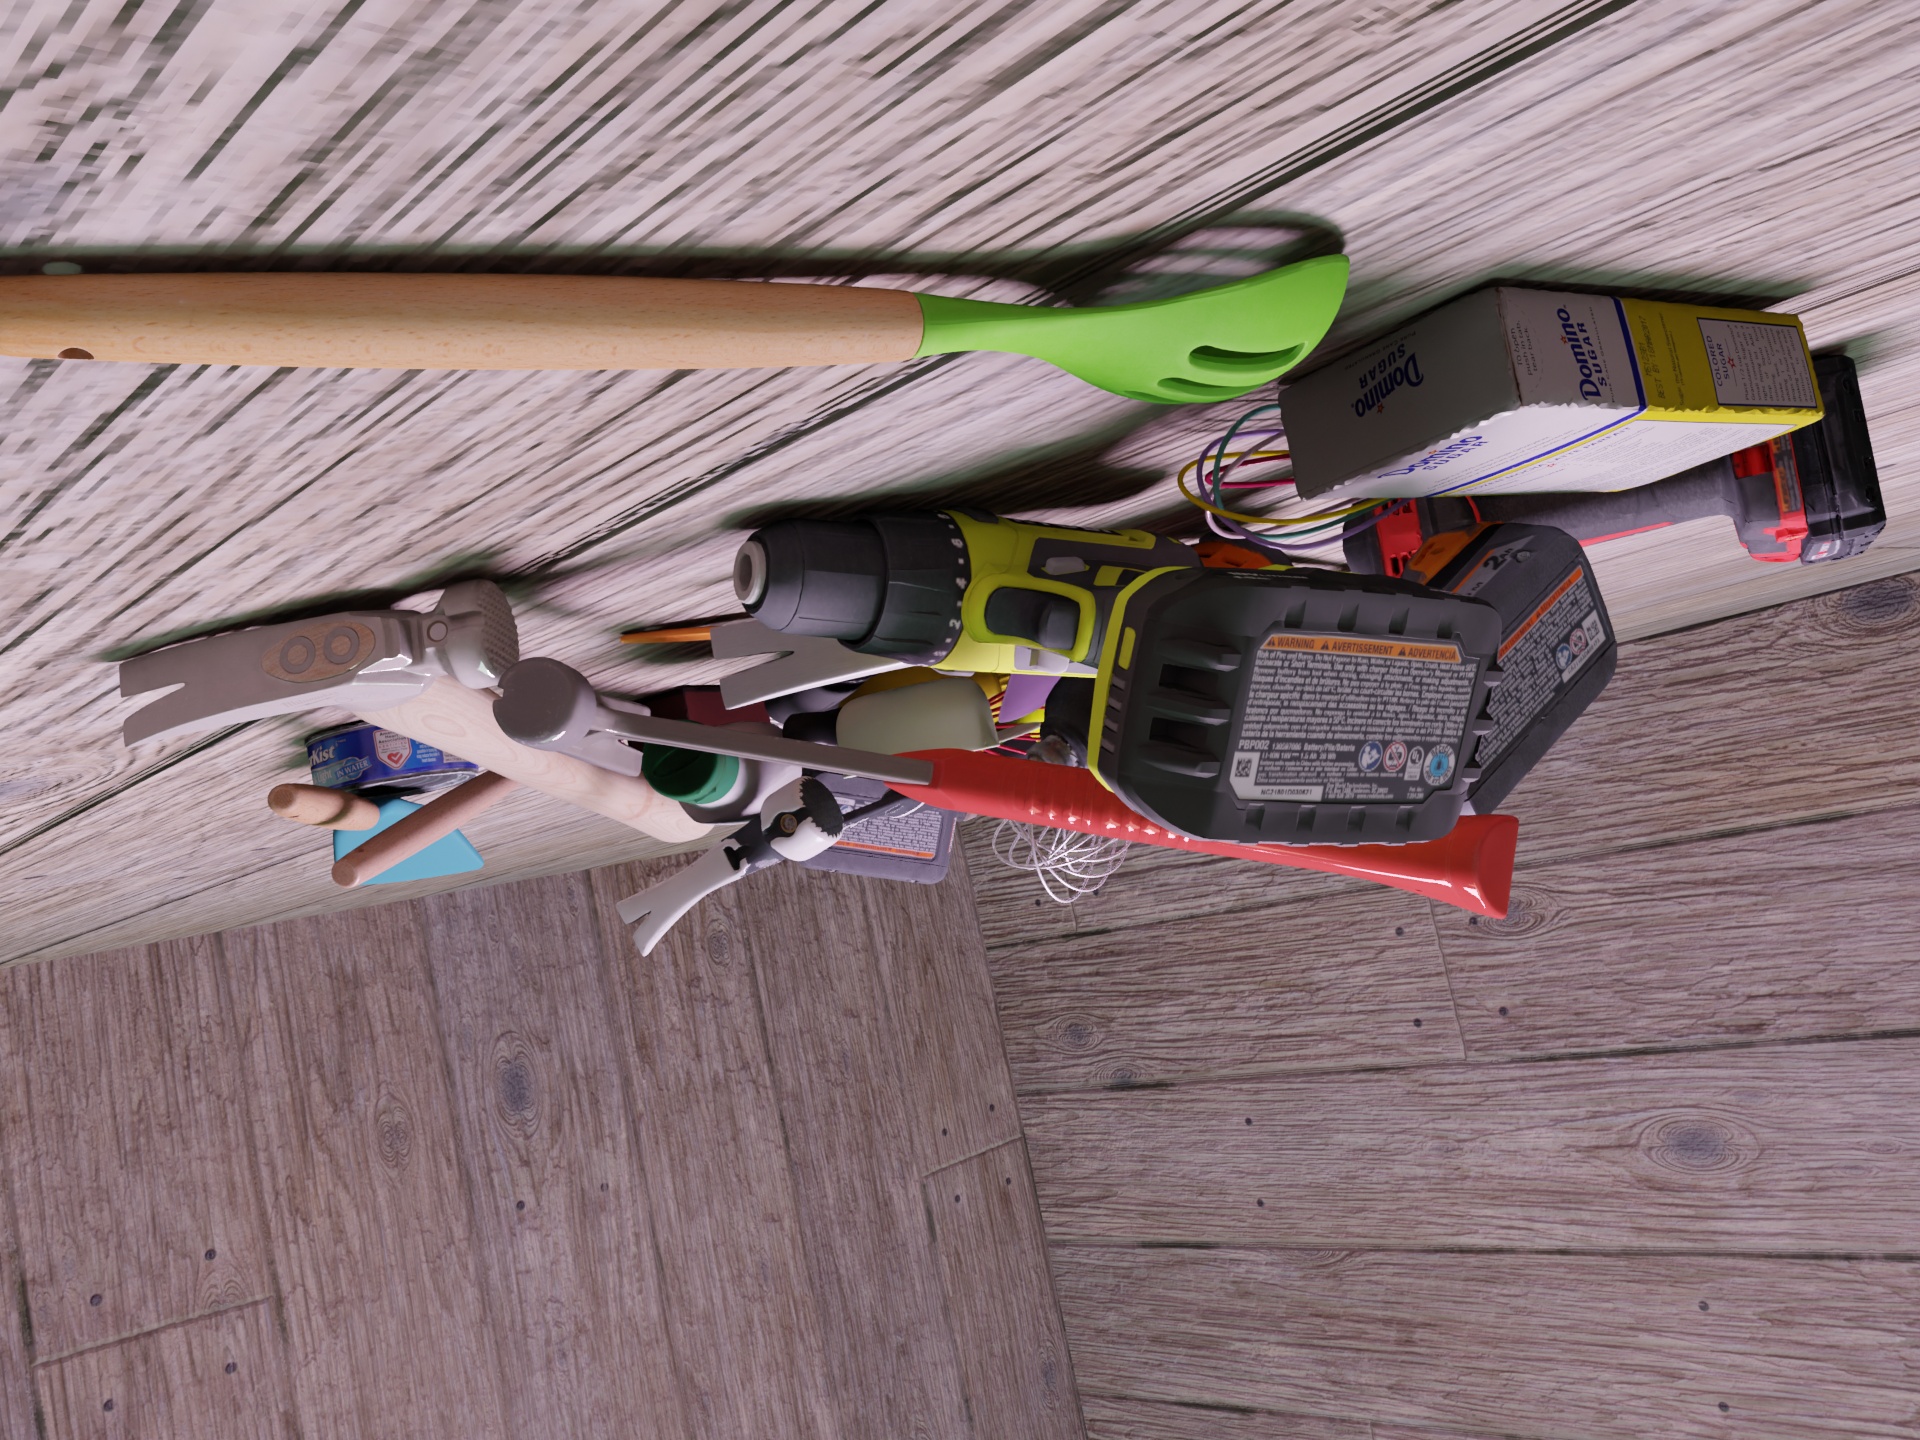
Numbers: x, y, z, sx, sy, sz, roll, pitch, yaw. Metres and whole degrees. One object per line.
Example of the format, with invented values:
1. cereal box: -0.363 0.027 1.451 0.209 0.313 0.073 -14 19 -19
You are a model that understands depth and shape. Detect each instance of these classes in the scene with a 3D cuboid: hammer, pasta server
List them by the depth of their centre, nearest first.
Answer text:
1. hammer: 0.020 0.026 0.593 0.359 0.037 0.149 9 174 7
2. hammer: -0.208 0.019 0.752 0.146 0.038 0.410 -11 167 6
3. hammer: -0.066 -0.024 0.813 0.146 0.035 0.335 -11 178 -15
4. pasta server: -0.245 0.042 0.837 0.060 0.040 0.316 -7 -169 8
5. hammer: -0.045 0.054 0.950 0.149 0.036 0.409 -32 173 24

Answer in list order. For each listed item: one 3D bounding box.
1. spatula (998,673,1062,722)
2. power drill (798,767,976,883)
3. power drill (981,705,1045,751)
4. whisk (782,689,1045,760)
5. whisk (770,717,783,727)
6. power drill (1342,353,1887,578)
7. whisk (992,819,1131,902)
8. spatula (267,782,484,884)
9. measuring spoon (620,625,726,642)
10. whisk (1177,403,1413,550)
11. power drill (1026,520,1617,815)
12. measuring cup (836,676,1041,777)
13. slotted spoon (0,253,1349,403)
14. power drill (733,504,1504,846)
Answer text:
1. spatula: 0.079 -0.045 0.879 0.018 0.059 0.316 21 -165 16
2. power drill: -0.057 0.064 1.238 0.185 0.084 0.226 9 -174 -12
3. power drill: 0.049 0.000 1.236 0.171 0.080 0.223 -13 171 13
4. whisk: 0.008 0.006 0.883 0.073 0.073 0.295 -16 171 37
5. whisk: -0.111 0.006 1.118 0.058 0.059 0.246 26 -162 25
6. power drill: 0.300 -0.097 0.749 0.220 0.078 0.143 -11 175 24
7. whisk: 0.087 -0.004 0.839 0.070 0.070 0.285 -15 -156 32
8. spatula: -0.295 0.056 0.781 0.082 0.044 0.317 -6 176 -11
9. measuring spoon: -0.101 -0.046 0.747 0.117 0.011 0.021 -6 177 -19
10. whisk: 0.180 -0.104 0.613 0.245 0.051 0.047 -14 -169 -32
11. power drill: 0.136 -0.017 0.678 0.164 0.084 0.227 -40 -155 -24
12. measuring cup: -0.001 -0.003 0.794 0.083 0.038 0.167 -13 180 28
13. slotted spoon: -0.035 -0.087 0.353 0.313 0.031 0.070 -7 173 -30
14. power drill: 0.045 -0.029 0.543 0.190 0.080 0.229 2 -167 -31
